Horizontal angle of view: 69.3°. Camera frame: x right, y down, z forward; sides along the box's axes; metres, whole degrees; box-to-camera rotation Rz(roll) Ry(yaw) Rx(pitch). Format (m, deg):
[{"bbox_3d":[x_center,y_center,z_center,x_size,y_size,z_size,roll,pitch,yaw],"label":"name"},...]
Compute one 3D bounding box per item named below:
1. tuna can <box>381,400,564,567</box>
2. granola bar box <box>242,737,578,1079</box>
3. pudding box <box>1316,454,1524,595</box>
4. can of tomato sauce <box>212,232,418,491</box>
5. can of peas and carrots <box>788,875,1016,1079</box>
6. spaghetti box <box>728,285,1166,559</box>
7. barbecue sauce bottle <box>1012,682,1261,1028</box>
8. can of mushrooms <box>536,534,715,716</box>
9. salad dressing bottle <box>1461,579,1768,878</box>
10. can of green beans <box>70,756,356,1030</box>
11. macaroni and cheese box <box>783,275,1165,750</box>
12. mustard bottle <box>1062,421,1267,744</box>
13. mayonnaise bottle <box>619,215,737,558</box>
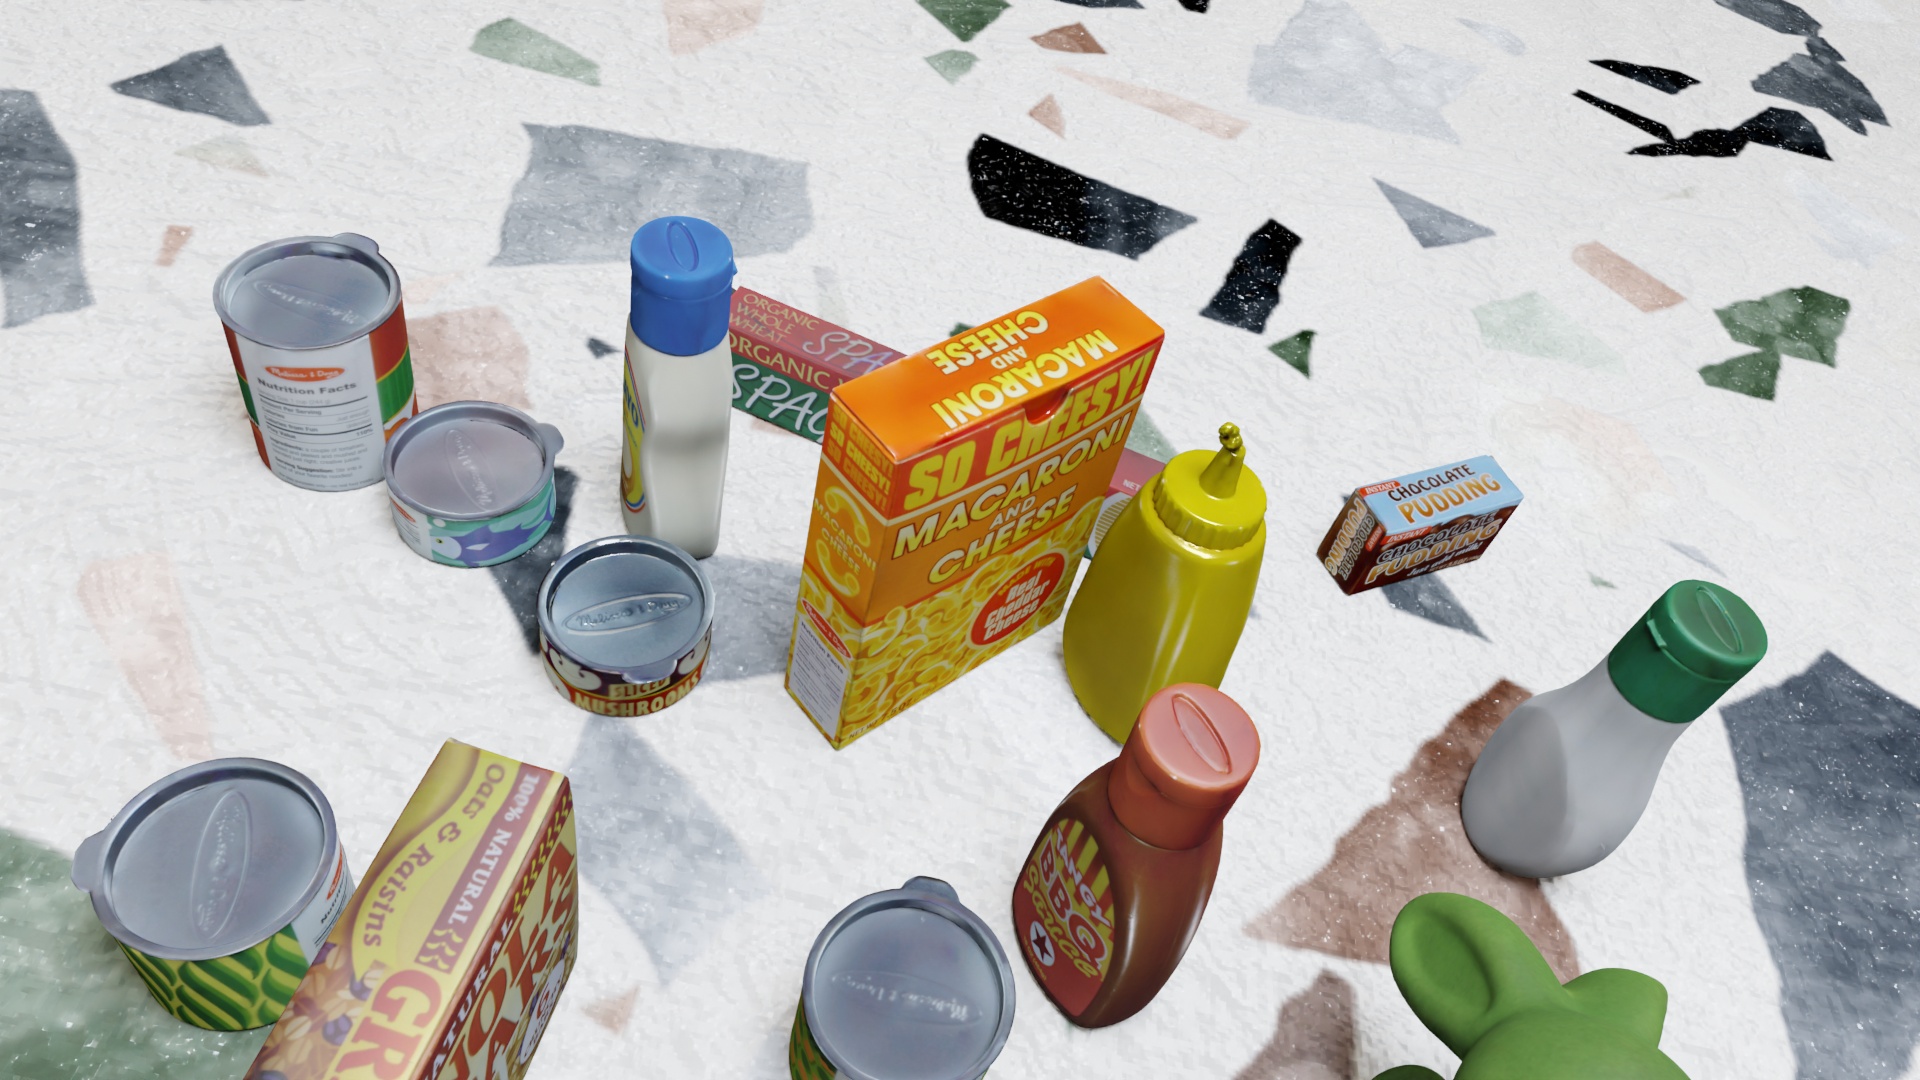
[{"bbox_3d":[-0.199,-0.024,0.573,0.071,0.032,0.071,7,49,-8],"label":"tuna can"},{"bbox_3d":[-0.153,0.155,0.370,0.039,0.123,0.166,17,48,1],"label":"granola bar box"},{"bbox_3d":[0.214,-0.008,0.648,0.084,0.049,0.030,-13,54,-23],"label":"pudding box"},{"bbox_3d":[-0.258,-0.072,0.566,0.071,0.082,0.071,7,49,-8],"label":"can of tomato sauce"},{"bbox_3d":[-0.020,0.153,0.447,0.071,0.058,0.071,7,49,-8],"label":"can of peas and carrots"},{"bbox_3d":[-0.001,-0.045,0.628,0.250,0.049,0.029,23,49,7],"label":"spaghetti box"},{"bbox_3d":[0.056,0.101,0.450,0.044,0.147,0.065,-14,55,-24],"label":"barbecue sauce bottle"},{"bbox_3d":[-0.129,0.035,0.539,0.071,0.033,0.071,7,49,-8],"label":"can of mushrooms"},{"bbox_3d":[0.241,0.073,0.520,0.044,0.146,0.064,3,50,-11],"label":"salad dressing bottle"},{"bbox_3d":[-0.226,0.111,0.434,0.071,0.057,0.071,7,49,-8],"label":"can of green beans"},{"bbox_3d":[0.002,-0.006,0.518,0.124,0.165,0.040,-28,62,-32],"label":"macaroni and cheese box"},{"bbox_3d":[0.082,0.013,0.524,0.049,0.159,0.065,-18,57,-26],"label":"mustard bottle"},{"bbox_3d":[-0.112,-0.058,0.546,0.041,0.147,0.065,-8,53,-20],"label":"mayonnaise bottle"}]
